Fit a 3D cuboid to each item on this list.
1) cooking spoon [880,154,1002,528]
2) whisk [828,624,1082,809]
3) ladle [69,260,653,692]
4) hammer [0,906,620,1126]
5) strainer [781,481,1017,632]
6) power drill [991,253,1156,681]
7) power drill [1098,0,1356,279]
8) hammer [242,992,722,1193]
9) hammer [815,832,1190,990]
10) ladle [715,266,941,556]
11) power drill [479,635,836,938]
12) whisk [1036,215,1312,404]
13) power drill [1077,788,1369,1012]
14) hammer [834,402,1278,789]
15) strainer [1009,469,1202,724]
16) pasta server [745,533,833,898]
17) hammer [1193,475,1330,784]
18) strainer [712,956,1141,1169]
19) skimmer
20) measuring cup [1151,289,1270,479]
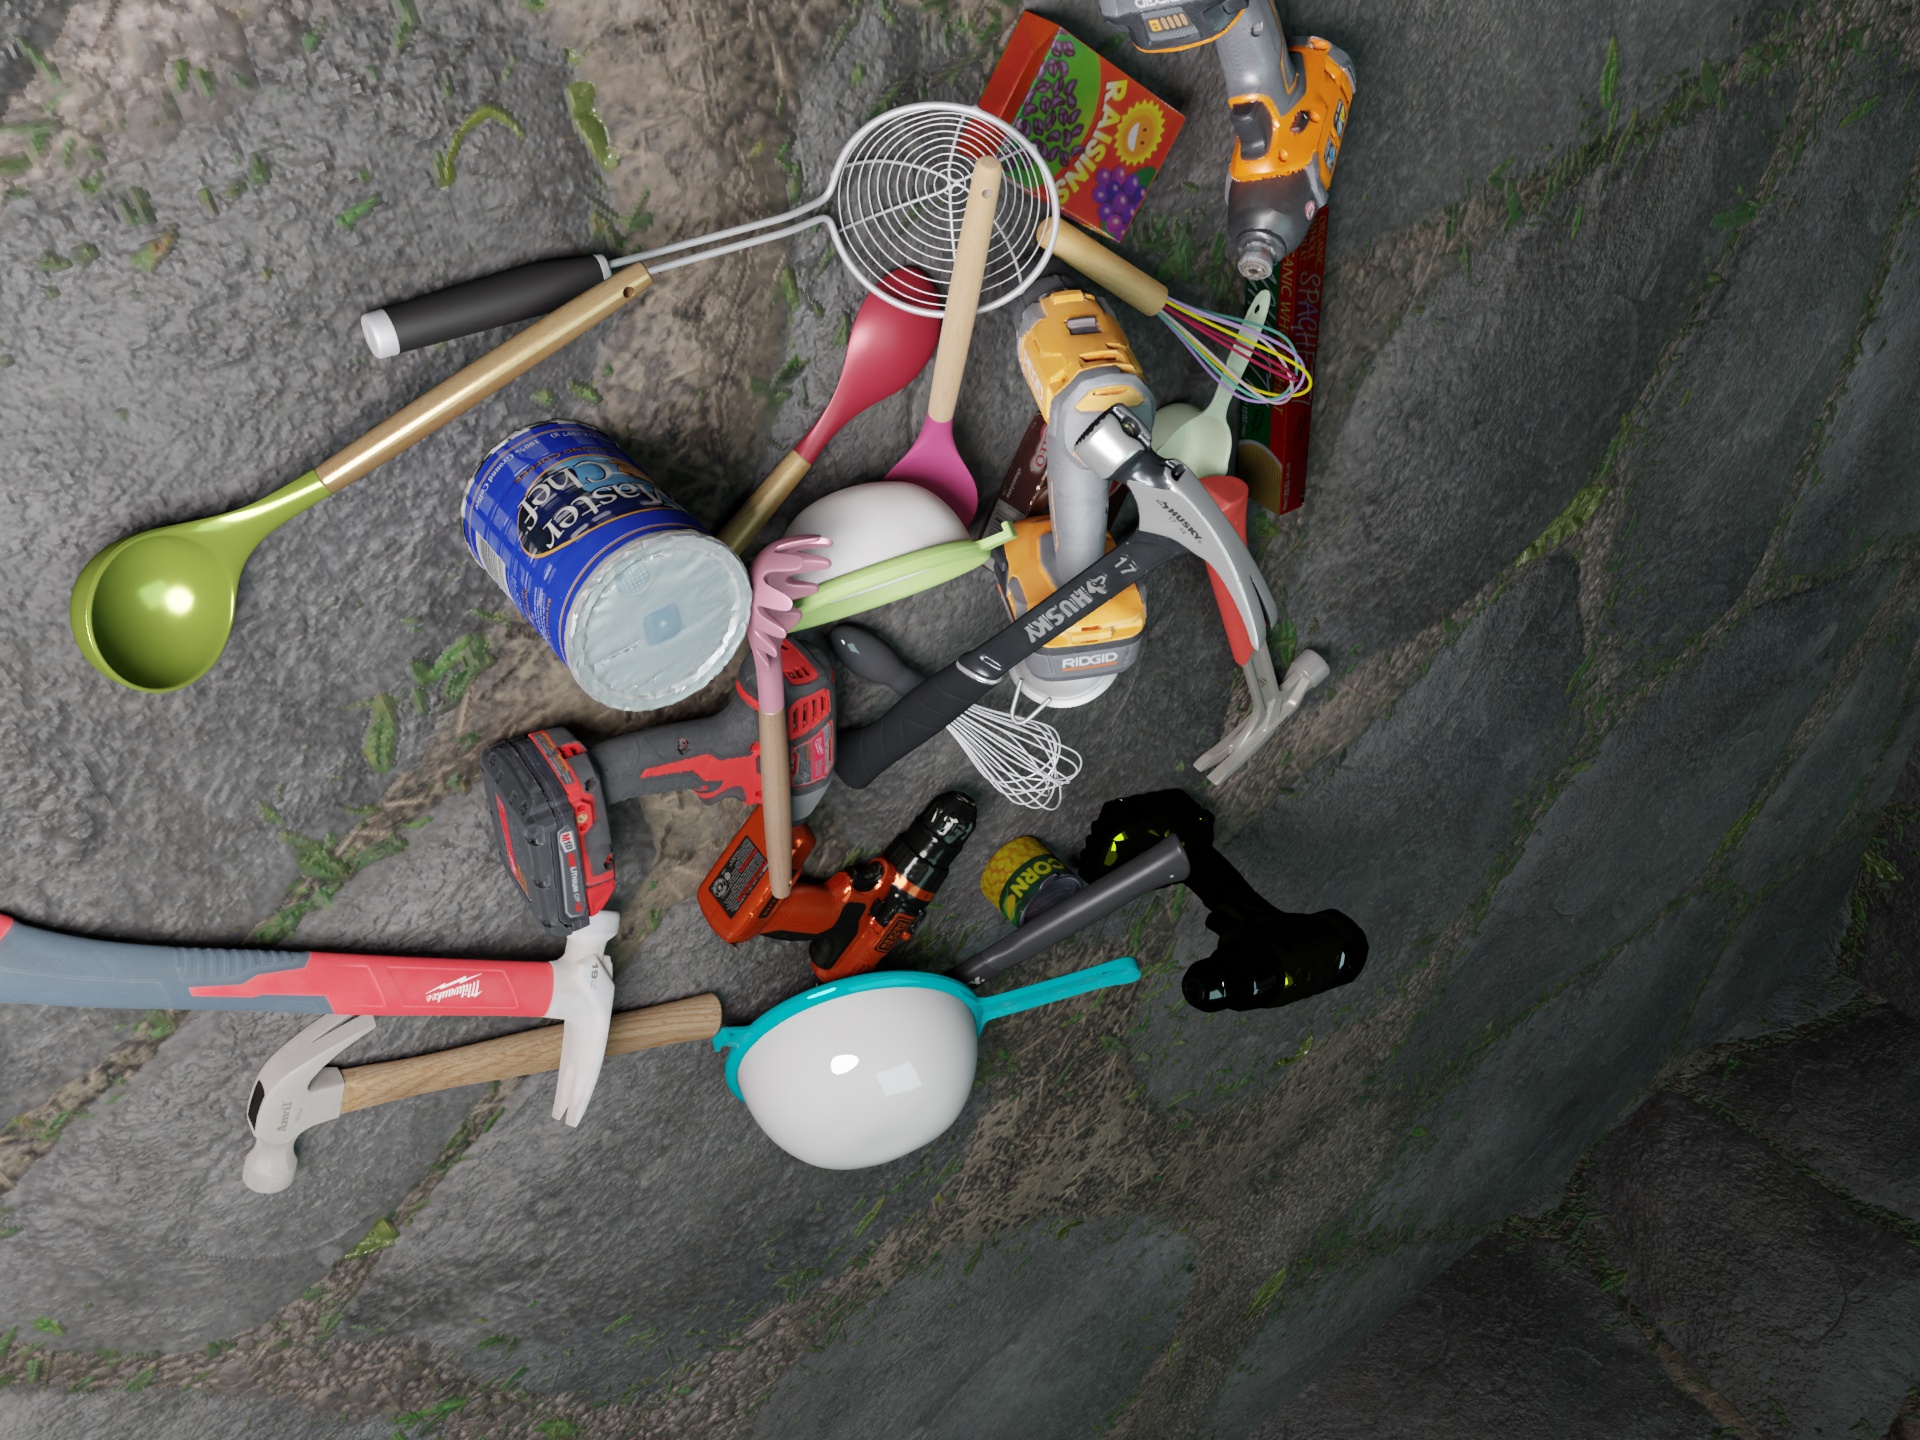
[{"bbox_3d":[-0.008,-0.197,0.930,0.068,0.017,0.318,2,149,-9],"label":"cooking spoon"},{"bbox_3d":[-0.001,-0.004,1.156,0.070,0.070,0.284,-52,137,4],"label":"whisk"},{"bbox_3d":[-0.279,-0.123,0.762,0.320,0.062,0.078,-34,143,-4],"label":"ladle"},{"bbox_3d":[-0.377,0.168,0.928,0.386,0.038,0.143,11,84,-44],"label":"hammer"},{"bbox_3d":[-0.104,-0.094,0.953,0.256,0.151,0.069,-17,89,-31],"label":"strainer"},{"bbox_3d":[0.064,-0.161,0.988,0.084,0.186,0.226,-8,133,-8],"label":"power drill"},{"bbox_3d":[0.163,-0.379,0.931,0.226,0.084,0.164,40,61,-51],"label":"power drill"},{"bbox_3d":[-0.308,0.226,1.080,0.331,0.031,0.130,-4,125,-41],"label":"hammer"},{"bbox_3d":[0.036,0.184,1.276,0.335,0.035,0.146,-32,141,13],"label":"hammer"},{"bbox_3d":[-0.113,-0.140,0.960,0.315,0.031,0.069,-49,144,5],"label":"ladle"},{"bbox_3d":[-0.177,0.042,1.001,0.219,0.079,0.143,-23,139,-26],"label":"power drill"},{"bbox_3d":[0.147,-0.269,1.048,0.244,0.047,0.051,22,103,-35],"label":"whisk"},{"bbox_3d":[0.205,0.157,1.339,0.190,0.229,0.080,-7,126,-39],"label":"power drill"},{"bbox_3d":[0.027,-0.037,0.979,0.409,0.149,0.036,-35,-166,52],"label":"hammer"},{"bbox_3d":[0.115,-0.104,1.172,0.258,0.087,0.050,-51,160,-16],"label":"strainer"},{"bbox_3d":[-0.104,0.011,0.943,0.316,0.040,0.060,95,17,-48],"label":"pasta server"},{"bbox_3d":[0.222,-0.075,1.284,0.149,0.037,0.358,-44,149,-6],"label":"hammer"},{"bbox_3d":[-0.012,0.272,1.248,0.340,0.095,0.210,-16,143,-2],"label":"strainer"},{"bbox_3d":[-0.118,-0.234,0.824,0.363,0.090,0.127,-24,142,-26],"label":"skimmer"},{"bbox_3d":[0.173,-0.233,1.140,0.083,0.038,0.167,4,116,-45],"label":"measuring cup"}]
